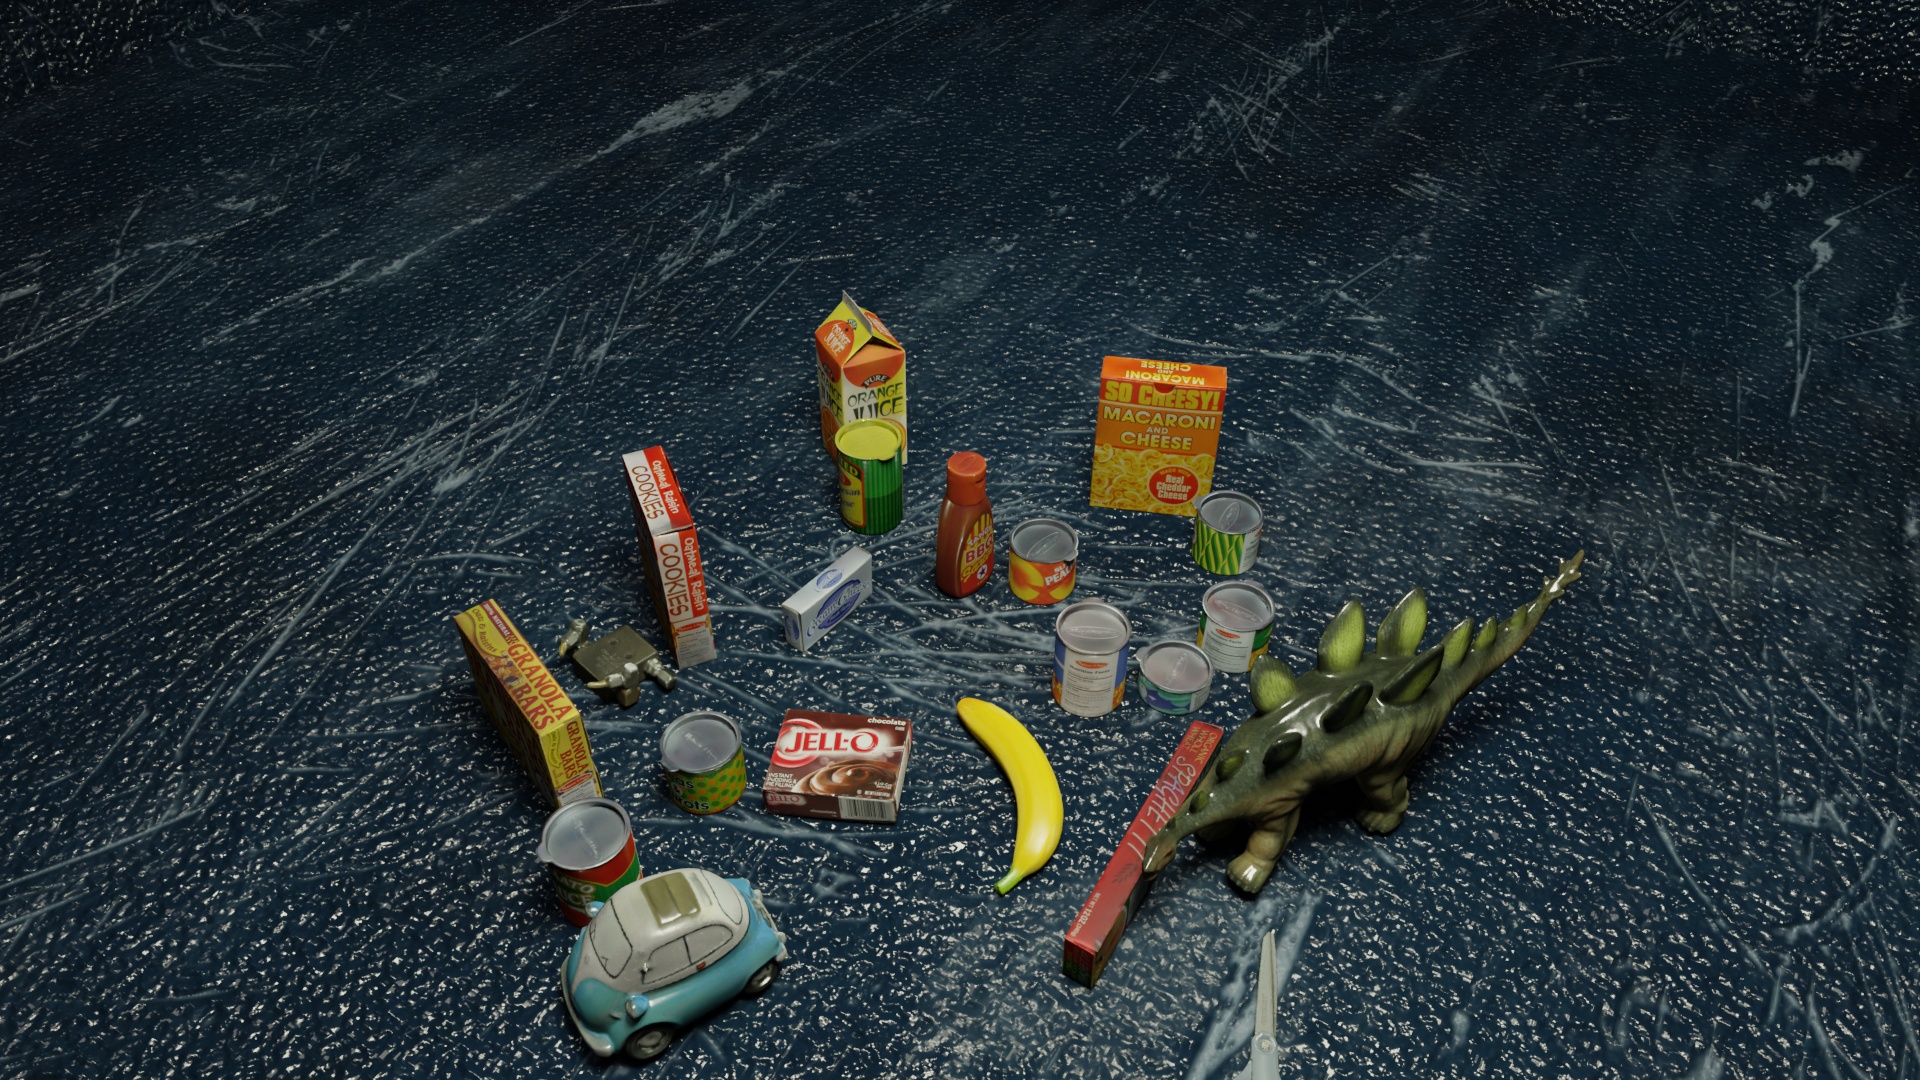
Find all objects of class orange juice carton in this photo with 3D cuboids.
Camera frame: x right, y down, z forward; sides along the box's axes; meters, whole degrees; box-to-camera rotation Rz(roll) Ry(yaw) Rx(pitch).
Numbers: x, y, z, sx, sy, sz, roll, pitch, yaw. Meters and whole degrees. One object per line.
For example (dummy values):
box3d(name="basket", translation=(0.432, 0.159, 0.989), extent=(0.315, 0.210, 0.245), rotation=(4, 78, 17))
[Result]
box3d(name="orange juice carton", translation=(-0.104, -0.164, 1.455), extent=(0.073, 0.191, 0.072), rotation=(-18, 45, -20))

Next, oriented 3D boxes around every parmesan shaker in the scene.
box3d(name="parmesan shaker", translation=(-0.090, -0.062, 1.408), extent=(0.071, 0.102, 0.072), rotation=(0, 42, 0))

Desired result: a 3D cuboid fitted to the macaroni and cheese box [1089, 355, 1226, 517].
box3d(name="macaroni and cheese box", translation=(0.199, -0.103, 1.410), extent=(0.124, 0.165, 0.040), rotation=(6, 42, 6))

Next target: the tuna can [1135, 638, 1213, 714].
box3d(name="tuna can", translation=(0.191, 0.123, 1.256), extent=(0.071, 0.032, 0.071), rotation=(0, 42, 0))

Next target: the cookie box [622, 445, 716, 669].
box3d(name="cookie box", translation=(-0.265, 0.016, 1.270), extent=(0.040, 0.166, 0.123), rotation=(-15, 44, -17))

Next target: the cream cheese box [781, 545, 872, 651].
box3d(name="cream cheese box", translation=(-0.124, 0.055, 1.313), extent=(0.024, 0.053, 0.104), rotation=(27, 48, 27))

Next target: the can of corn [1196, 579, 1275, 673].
box3d(name="can of corn", translation=(0.256, 0.079, 1.287), extent=(0.071, 0.058, 0.071), rotation=(0, 42, 0))

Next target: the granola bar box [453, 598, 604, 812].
box3d(name="granola bar box", translation=(-0.358, 0.144, 1.157), extent=(0.039, 0.123, 0.166), rotation=(-27, 49, -28))

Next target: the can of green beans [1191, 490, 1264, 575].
box3d(name="can of green beans", translation=(0.266, -0.007, 1.385), extent=(0.071, 0.057, 0.071), rotation=(0, 42, 0))

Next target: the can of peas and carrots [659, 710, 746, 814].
box3d(name="can of peas and carrots", translation=(-0.215, 0.187, 1.159), extent=(0.071, 0.058, 0.071), rotation=(0, 42, 0))

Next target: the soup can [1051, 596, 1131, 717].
box3d(name="soup can", translation=(0.116, 0.104, 1.238), extent=(0.071, 0.083, 0.072), rotation=(0, 42, 0))

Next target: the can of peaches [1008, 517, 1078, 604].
box3d(name="can of peaches", translation=(0.081, 0.021, 1.350), extent=(0.071, 0.057, 0.071), rotation=(0, 42, 0))

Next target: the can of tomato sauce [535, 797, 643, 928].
box3d(name="can of tomato sauce", translation=(-0.283, 0.251, 1.068), extent=(0.071, 0.082, 0.071), rotation=(0, 42, 0))

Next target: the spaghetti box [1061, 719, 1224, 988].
box3d(name="spaghetti box", translation=(0.149, 0.242, 1.108), extent=(0.029, 0.049, 0.251), rotation=(21, 46, 22))

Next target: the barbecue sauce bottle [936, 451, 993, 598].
box3d(name="barbecue sauce bottle", translation=(0.005, -0.017, 1.324), extent=(0.044, 0.147, 0.065), rotation=(28, 49, 28))
